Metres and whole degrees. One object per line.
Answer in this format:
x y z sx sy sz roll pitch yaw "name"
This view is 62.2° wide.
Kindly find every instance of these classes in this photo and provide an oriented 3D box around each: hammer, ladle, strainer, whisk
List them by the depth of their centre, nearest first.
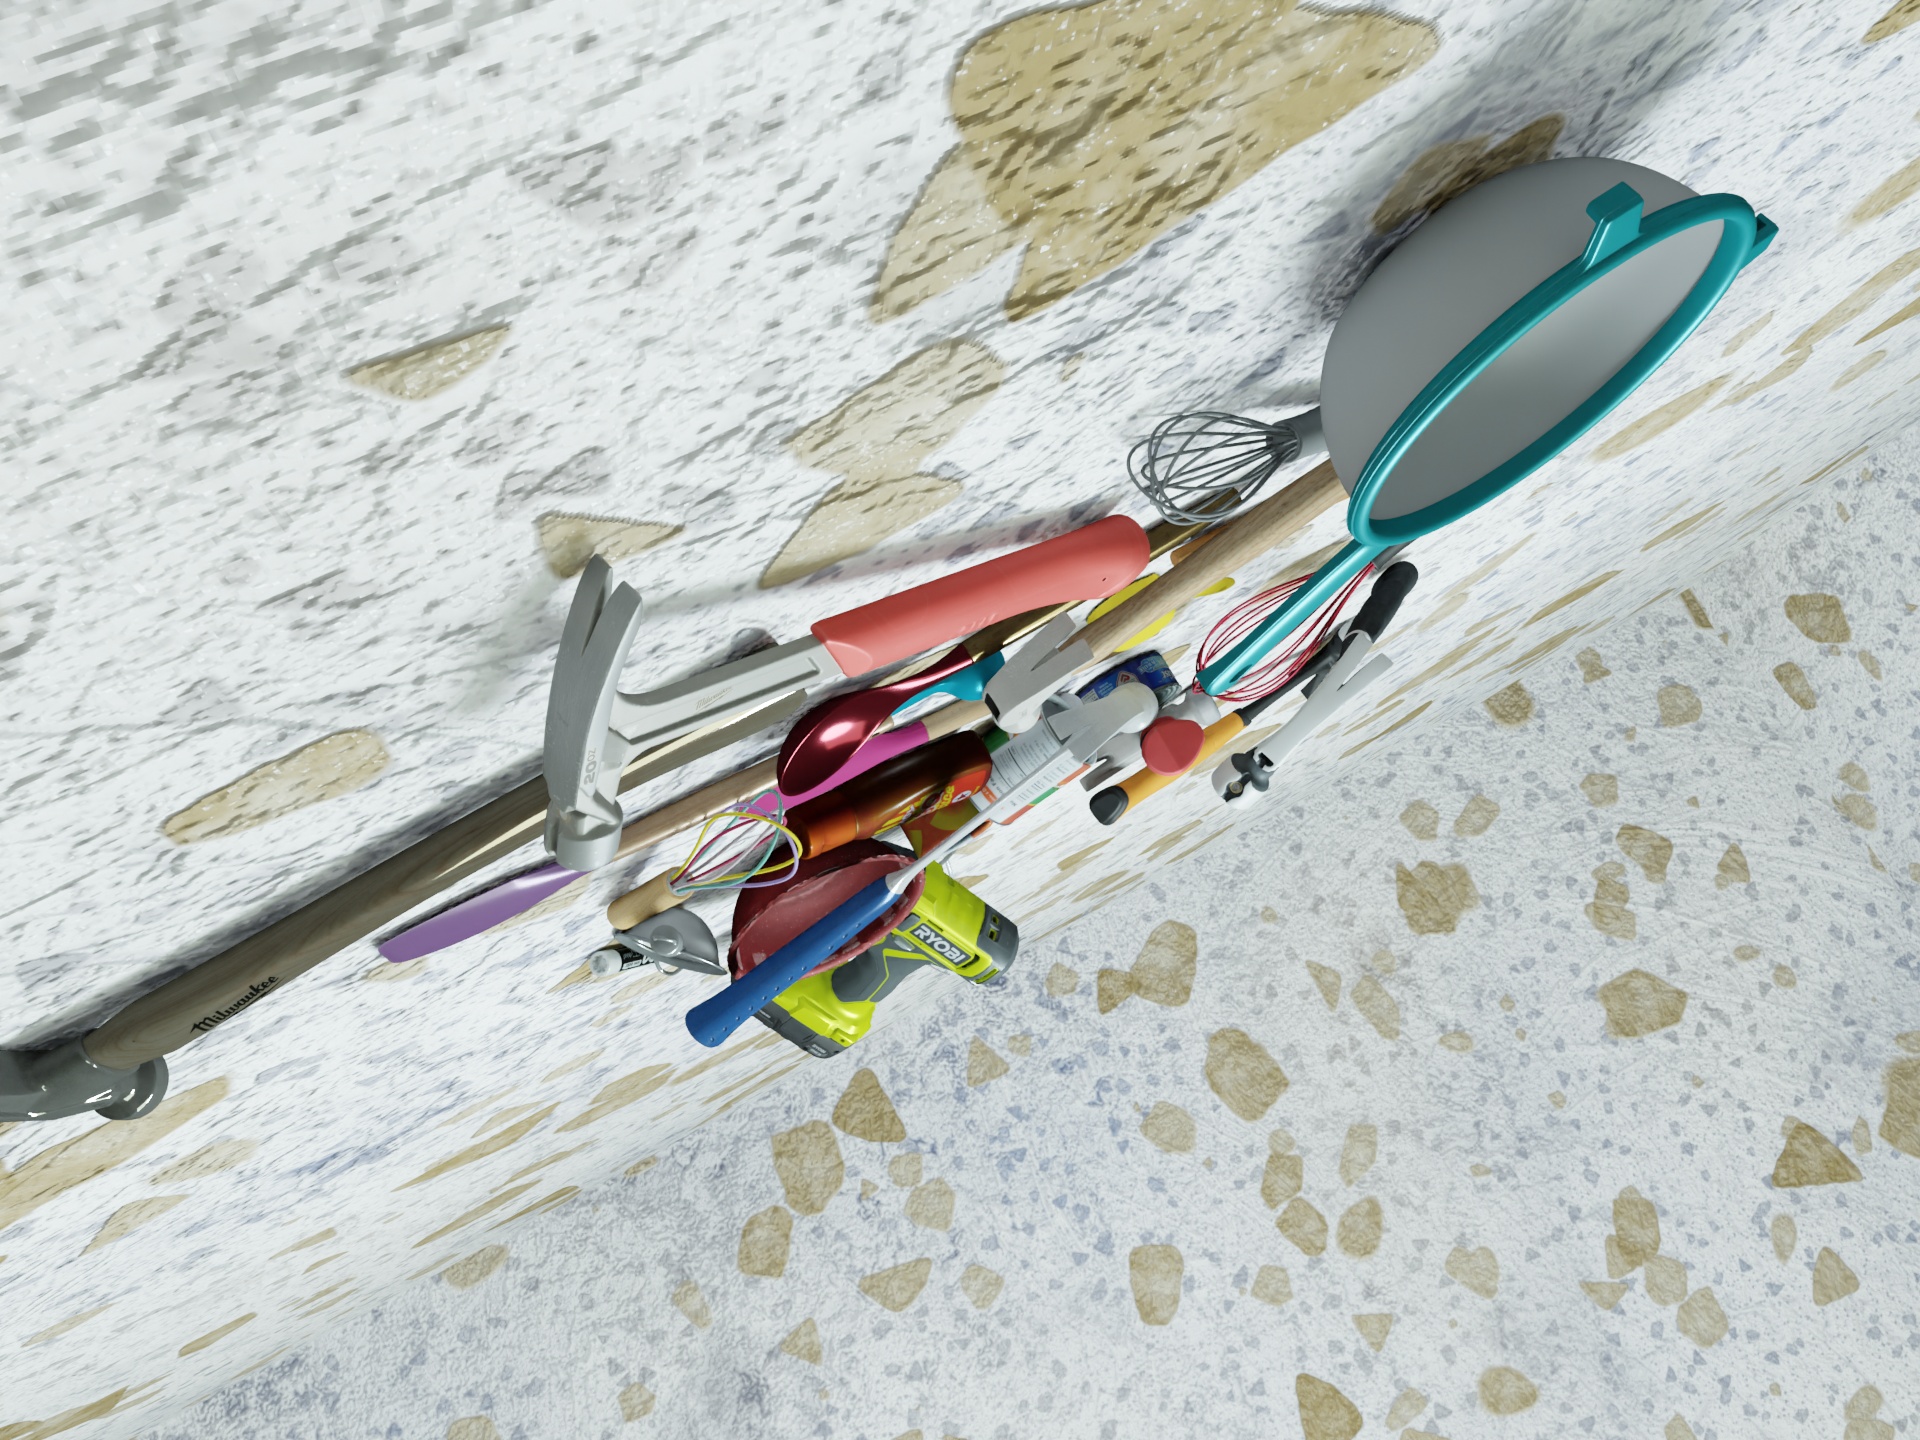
-0.030 -0.049 0.732 0.359 0.037 0.149 -24 146 -42 "hammer"
-0.260 0.073 0.741 0.410 0.038 0.146 -30 166 -3 "hammer"
0.206 -0.144 0.761 0.211 0.095 0.340 -14 155 -47 "strainer"
0.167 -0.146 0.827 0.239 0.055 0.055 -24 166 -43 "whisk"
0.027 -0.051 0.913 0.315 0.031 0.069 -31 159 -4 "ladle"
0.155 -0.098 0.933 0.331 0.031 0.130 -34 173 -2 "hammer"
-0.164 0.091 0.962 0.047 0.051 0.245 4 161 -33 "whisk"
-0.196 0.150 1.085 0.258 0.087 0.050 135 -27 -78 "strainer"
-0.040 0.106 1.093 0.405 0.035 0.144 -39 173 19 "hammer"
0.296 -0.111 1.214 0.296 0.073 0.073 -39 165 12 "whisk"
0.308 -0.060 1.243 0.149 0.036 0.409 -49 175 32 "hammer"
0.147 0.023 1.274 0.143 0.038 0.386 -30 178 7 "hammer"
0.251 0.010 1.532 0.337 0.034 0.127 -31 168 -27 "hammer"

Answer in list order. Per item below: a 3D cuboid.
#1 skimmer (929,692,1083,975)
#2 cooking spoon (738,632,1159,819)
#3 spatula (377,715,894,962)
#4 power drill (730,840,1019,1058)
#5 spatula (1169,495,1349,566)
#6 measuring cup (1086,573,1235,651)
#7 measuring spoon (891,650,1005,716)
0.036 0.093 1.331 0.090 0.127 0.363 13 141 -21 "skimmer"
-0.002 -0.003 1.048 0.319 0.017 0.068 -25 167 -18 "cooking spoon"
-0.181 0.065 0.919 0.316 0.018 0.059 -26 162 -12 "spatula"
-0.085 0.186 1.329 0.223 0.171 0.080 -36 -154 35 "power drill"
0.276 -0.155 1.030 0.322 0.041 0.081 -25 167 -18 "spatula"
0.146 -0.075 1.069 0.156 0.029 0.062 -13 159 -47 "measuring cup"
-0.024 -0.006 0.978 0.128 0.021 0.042 -27 167 -20 "measuring spoon"
